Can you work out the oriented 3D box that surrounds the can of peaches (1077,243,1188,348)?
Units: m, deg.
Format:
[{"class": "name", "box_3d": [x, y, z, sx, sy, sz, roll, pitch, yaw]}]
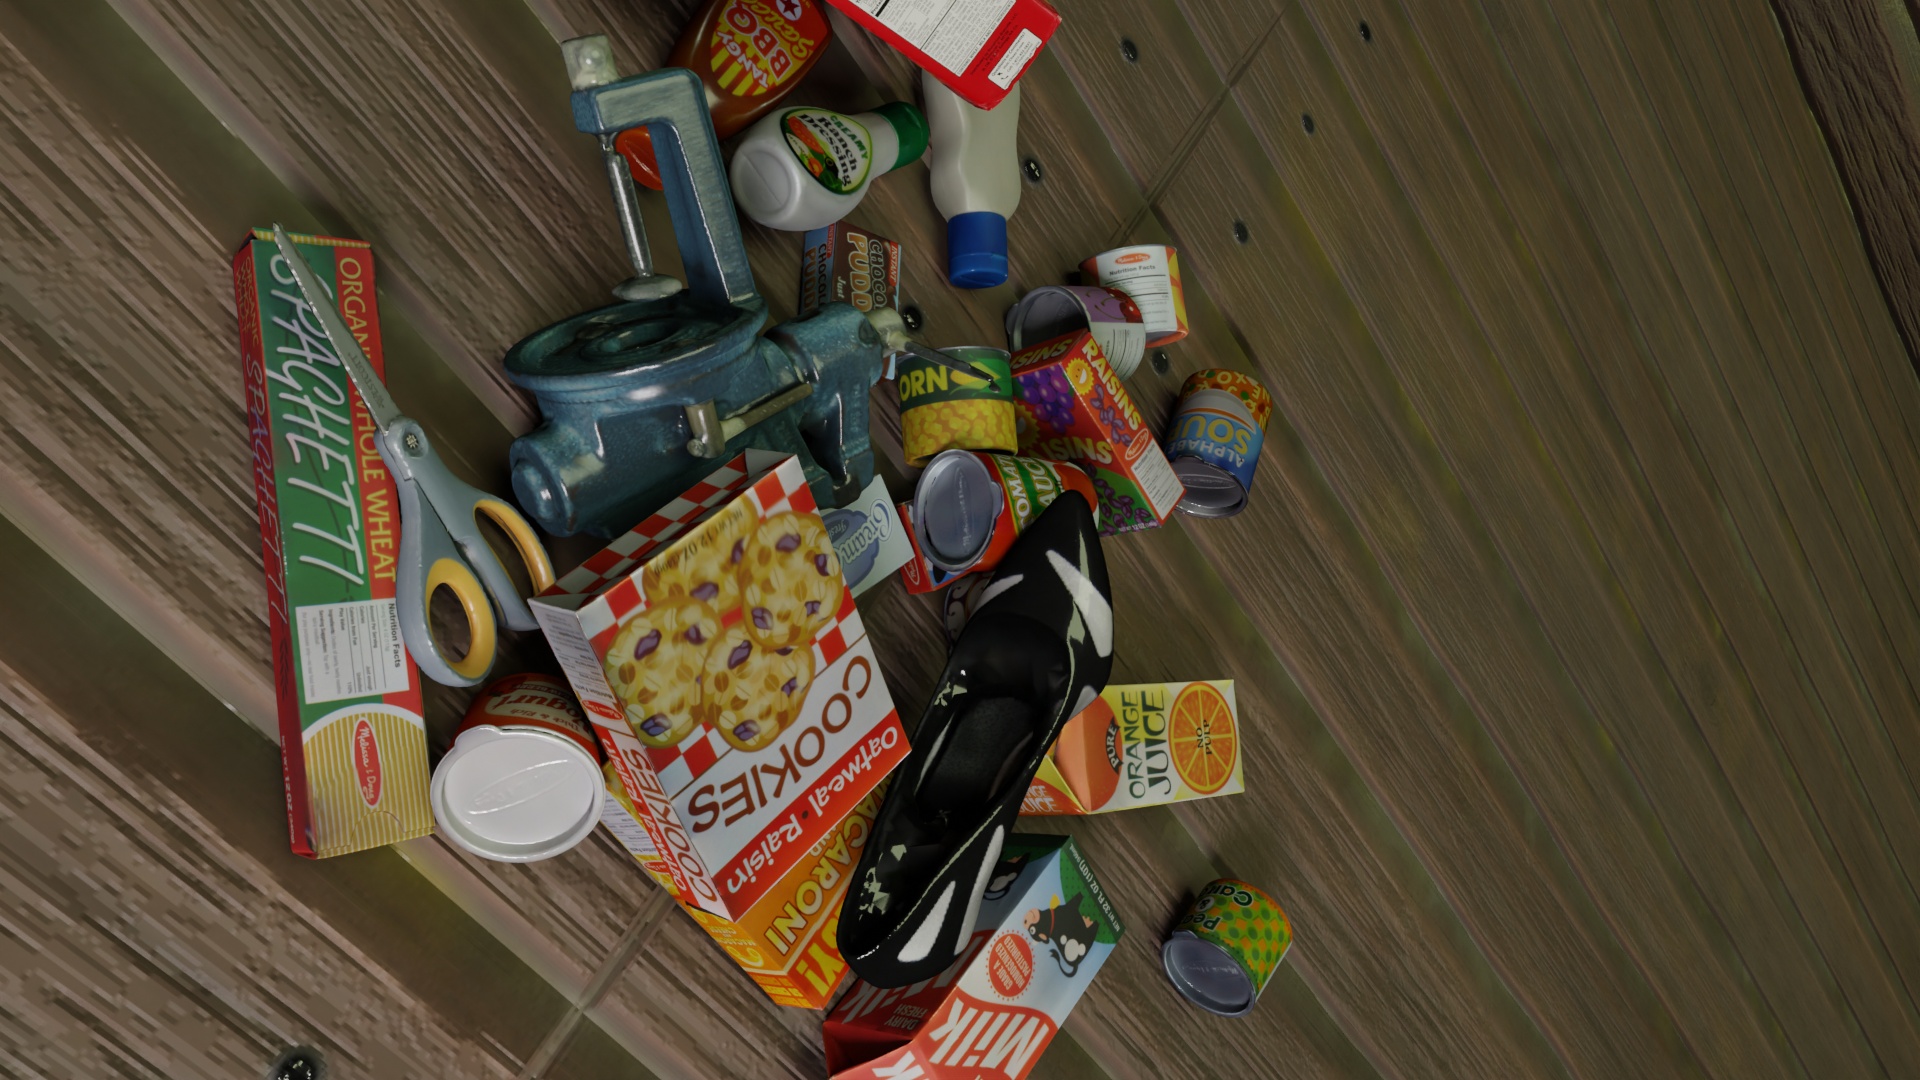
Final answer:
[{"class": "can of peaches", "box_3d": [0.116, -0.160, 0.927, 0.071, 0.071, 0.058, -5, 85, -44]}]

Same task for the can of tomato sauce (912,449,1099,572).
[{"class": "can of tomato sauce", "box_3d": [0.027, -0.016, 0.773, 0.083, 0.071, 0.071, 2, 80, -43]}]

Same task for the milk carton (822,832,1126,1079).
[{"class": "milk carton", "box_3d": [0.000, 0.242, 0.727, 0.191, 0.073, 0.072, -44, 112, -39]}]

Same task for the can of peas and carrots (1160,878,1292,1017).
[{"class": "can of peas and carrots", "box_3d": [0.170, 0.258, 0.891, 0.059, 0.071, 0.071, -40, 109, -41]}]

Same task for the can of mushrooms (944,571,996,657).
[{"class": "can of mushrooms", "box_3d": [0.024, 0.048, 0.818, 0.071, 0.033, 0.071, 10, 75, -43]}]

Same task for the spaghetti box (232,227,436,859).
[{"class": "spaghetti box", "box_3d": [-0.255, -0.001, 0.566, 0.050, 0.028, 0.250, -4, 84, -44]}]

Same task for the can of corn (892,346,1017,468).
[{"class": "can of corn", "box_3d": [-0.004, -0.075, 0.794, 0.071, 0.071, 0.058, 1, 81, -43]}]

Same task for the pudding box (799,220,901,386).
[{"class": "pudding box", "box_3d": [-0.062, -0.131, 0.775, 0.050, 0.030, 0.084, 16, 71, -42]}]

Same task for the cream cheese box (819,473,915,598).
[{"class": "cream cheese box", "box_3d": [-0.073, 0.009, 0.740, 0.104, 0.024, 0.053, -36, 108, -42]}]

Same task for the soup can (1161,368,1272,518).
[{"class": "soup can", "box_3d": [0.175, -0.069, 0.960, 0.071, 0.071, 0.084, 40, 56, -31]}]

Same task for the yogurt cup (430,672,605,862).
[{"class": "yogurt cup", "box_3d": [-0.183, 0.092, 0.583, 0.072, 0.072, 0.054, 46, 11, -27]}]

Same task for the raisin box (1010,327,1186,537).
[{"class": "raisin box", "box_3d": [0.070, -0.061, 0.847, 0.123, 0.086, 0.040, 55, 52, -21]}]

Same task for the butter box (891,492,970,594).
[{"class": "butter box", "box_3d": [0.003, -0.010, 0.816, 0.104, 0.024, 0.053, -25, 98, -44]}]

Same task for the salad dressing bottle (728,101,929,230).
[{"class": "salad dressing bottle", "box_3d": [-0.067, -0.211, 0.762, 0.064, 0.044, 0.148, 53, 37, -5]}]

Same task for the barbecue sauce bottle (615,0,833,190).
[{"class": "barbecue sauce bottle", "box_3d": [-0.126, -0.242, 0.728, 0.064, 0.043, 0.149, 45, 54, -24]}]

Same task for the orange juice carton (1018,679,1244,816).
[{"class": "orange juice carton", "box_3d": [0.083, 0.124, 0.832, 0.193, 0.071, 0.073, 3, 79, -43]}]

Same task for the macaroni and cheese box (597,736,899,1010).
[{"class": "macaroni and cheese box", "box_3d": [-0.096, 0.127, 0.683, 0.166, 0.040, 0.124, 54, 50, -21]}]

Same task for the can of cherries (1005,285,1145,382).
[{"class": "can of cherries", "box_3d": [0.073, -0.130, 0.880, 0.058, 0.071, 0.071, -10, 89, -45]}]

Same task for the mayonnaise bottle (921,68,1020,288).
[{"class": "mayonnaise bottle", "box_3d": [0.008, -0.231, 0.856, 0.065, 0.041, 0.148, 6, 79, -41]}]

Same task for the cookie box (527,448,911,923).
[{"class": "cookie box", "box_3d": [-0.097, 0.063, 0.608, 0.123, 0.040, 0.166, -41, 124, -36]}]
